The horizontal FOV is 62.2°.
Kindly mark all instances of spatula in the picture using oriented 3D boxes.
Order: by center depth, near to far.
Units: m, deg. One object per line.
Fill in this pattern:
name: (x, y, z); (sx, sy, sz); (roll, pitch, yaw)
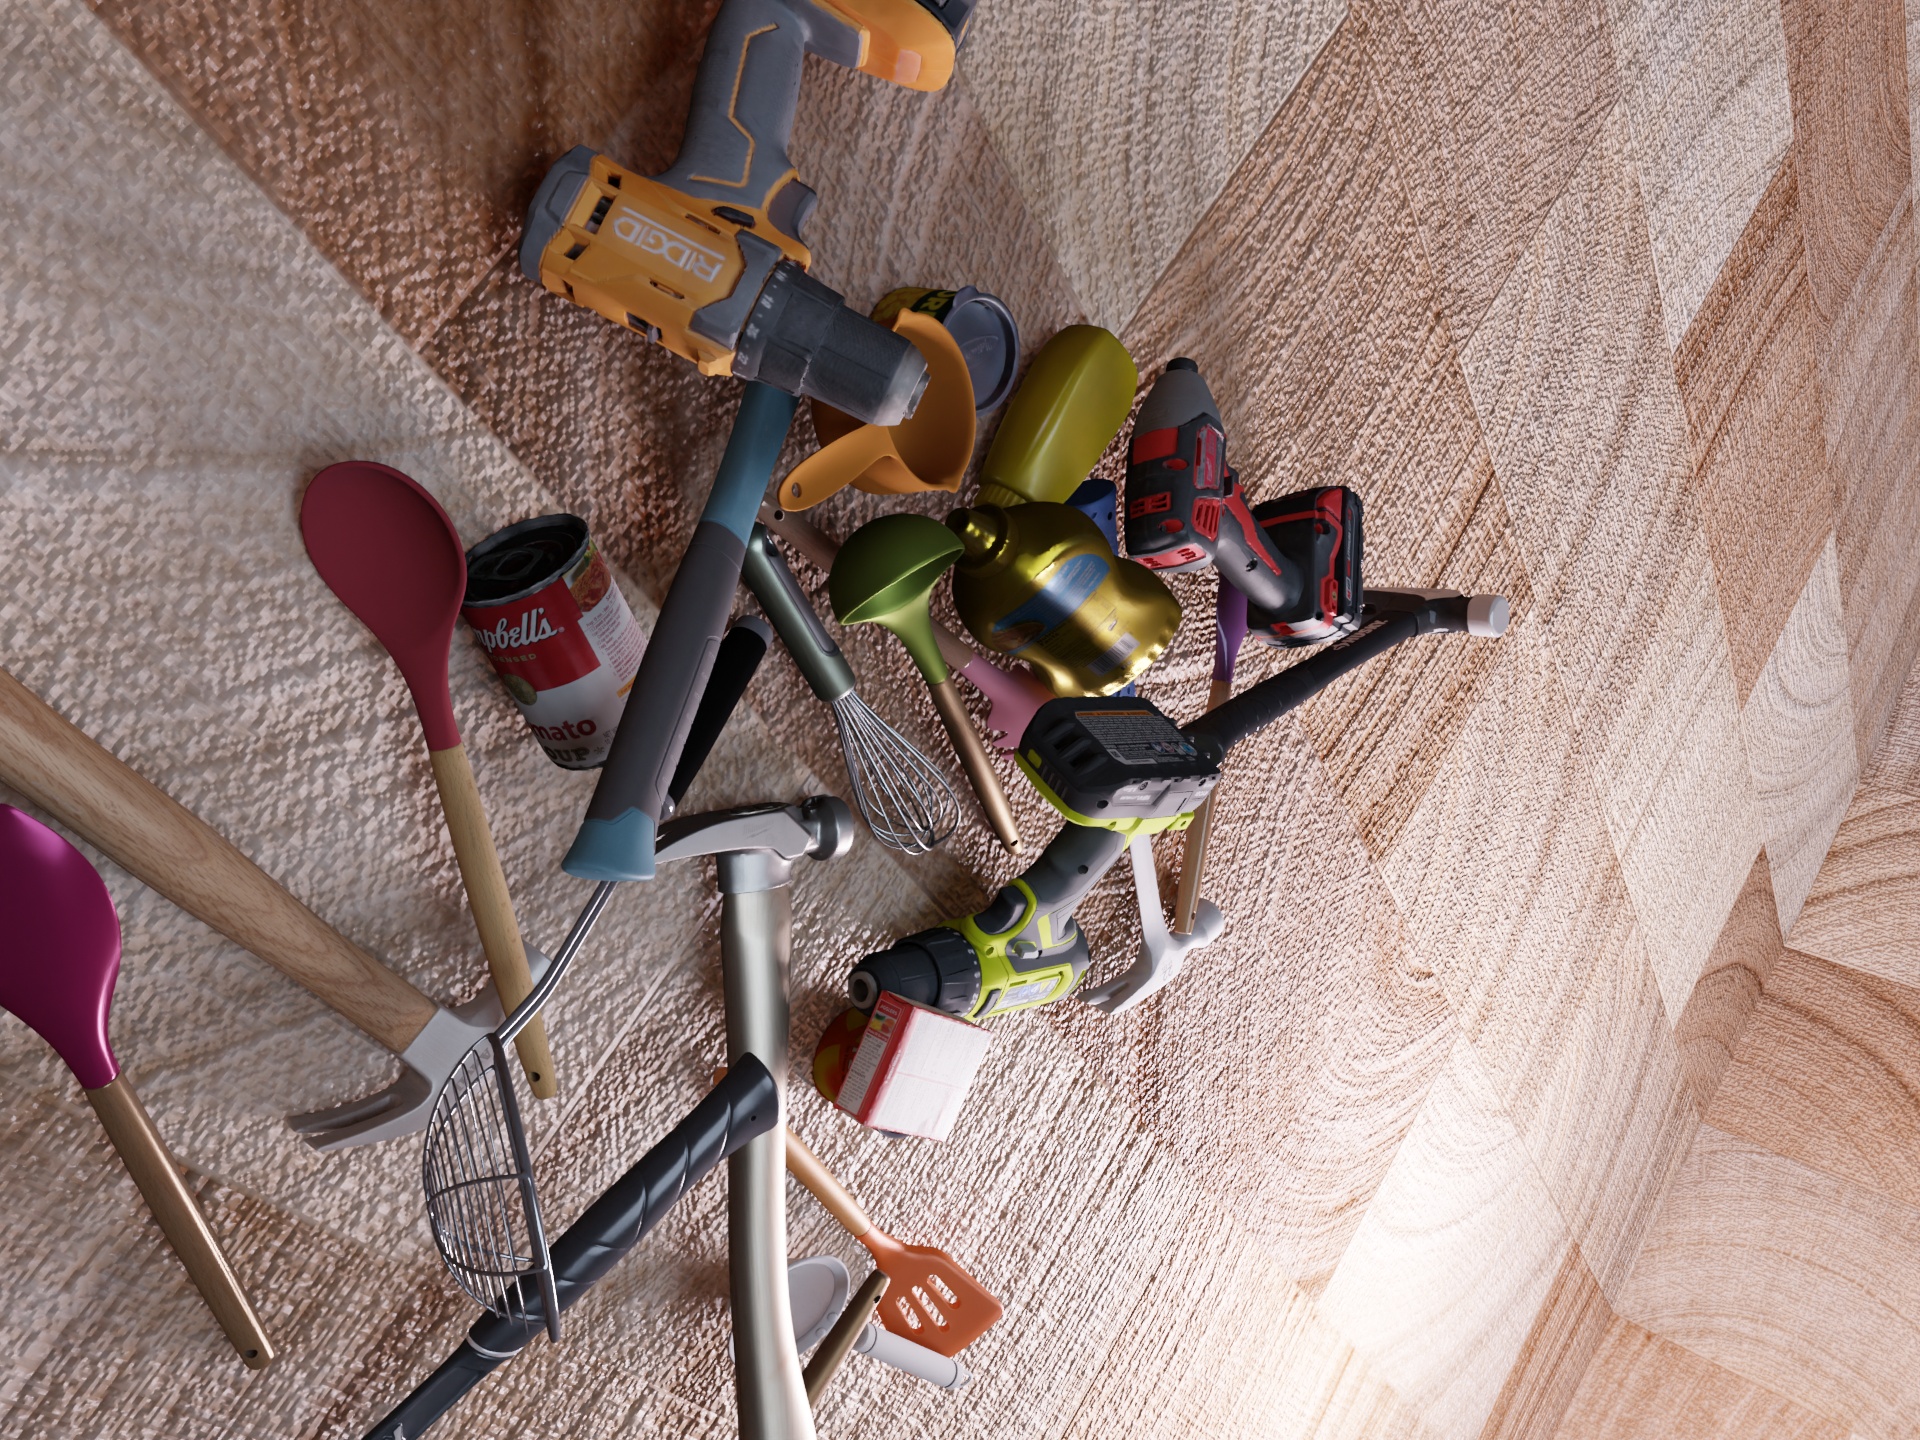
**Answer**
spatula: (-0.143, 0.464, 0.958); (0.317, 0.044, 0.082); (-55, 136, -9)
spatula: (-0.070, 0.316, 1.011); (0.081, 0.041, 0.322); (-34, 129, -4)
spatula: (0.187, -0.002, 1.154); (0.059, 0.018, 0.316); (20, 78, -50)

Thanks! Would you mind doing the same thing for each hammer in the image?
hammer: (-0.309, 0.076, 0.672); (0.130, 0.031, 0.331); (-54, 136, -19)
hammer: (-0.115, -0.074, 0.750); (0.128, 0.033, 0.331); (44, 52, -46)
hammer: (-0.247, 0.315, 0.778); (0.409, 0.036, 0.149); (-42, 130, -16)
hammer: (-0.121, 0.252, 0.890); (0.146, 0.038, 0.410); (-8, 100, -44)
hammer: (0.112, 0.029, 1.108); (0.144, 0.035, 0.405); (-36, 128, -34)
hammer: (0.250, -0.034, 1.145); (0.335, 0.146, 0.035); (-27, 115, -39)

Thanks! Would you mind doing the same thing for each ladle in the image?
ladle: (-0.224, 0.035, 0.713); (0.031, 0.069, 0.315); (-66, 149, -66)
ladle: (-0.001, -0.003, 0.933); (0.078, 0.062, 0.319); (-31, 139, -6)

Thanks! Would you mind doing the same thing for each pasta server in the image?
pasta server: (-0.020, -0.050, 0.946); (0.315, 0.040, 0.060); (36, 77, -44)

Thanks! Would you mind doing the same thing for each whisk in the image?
whisk: (-0.066, -0.013, 0.894); (0.058, 0.059, 0.246); (-85, 153, -50)

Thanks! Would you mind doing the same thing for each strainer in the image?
strainer: (-0.071, 0.392, 1.019); (0.087, 0.050, 0.258); (-51, 129, -3)

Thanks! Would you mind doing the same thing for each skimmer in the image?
skimmer: (-0.143, 0.097, 0.744); (0.127, 0.090, 0.363); (108, 5, -55)

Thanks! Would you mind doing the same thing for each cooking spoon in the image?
cooking spoon: (-0.347, 0.167, 0.661); (0.068, 0.017, 0.318); (-15, 123, -10)

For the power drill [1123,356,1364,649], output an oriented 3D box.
power drill: (0.189, -0.143, 1.077); (0.219, 0.078, 0.143); (25, 63, -45)

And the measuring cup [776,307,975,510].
measuring cup: (-0.056, -0.137, 0.772); (0.174, 0.052, 0.095); (-45, 125, -47)

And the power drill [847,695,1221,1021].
power drill: (0.042, 0.097, 0.979); (0.190, 0.080, 0.228); (-1, 130, -48)

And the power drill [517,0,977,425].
power drill: (-0.066, -0.255, 0.715); (0.185, 0.084, 0.226); (26, 81, -5)
